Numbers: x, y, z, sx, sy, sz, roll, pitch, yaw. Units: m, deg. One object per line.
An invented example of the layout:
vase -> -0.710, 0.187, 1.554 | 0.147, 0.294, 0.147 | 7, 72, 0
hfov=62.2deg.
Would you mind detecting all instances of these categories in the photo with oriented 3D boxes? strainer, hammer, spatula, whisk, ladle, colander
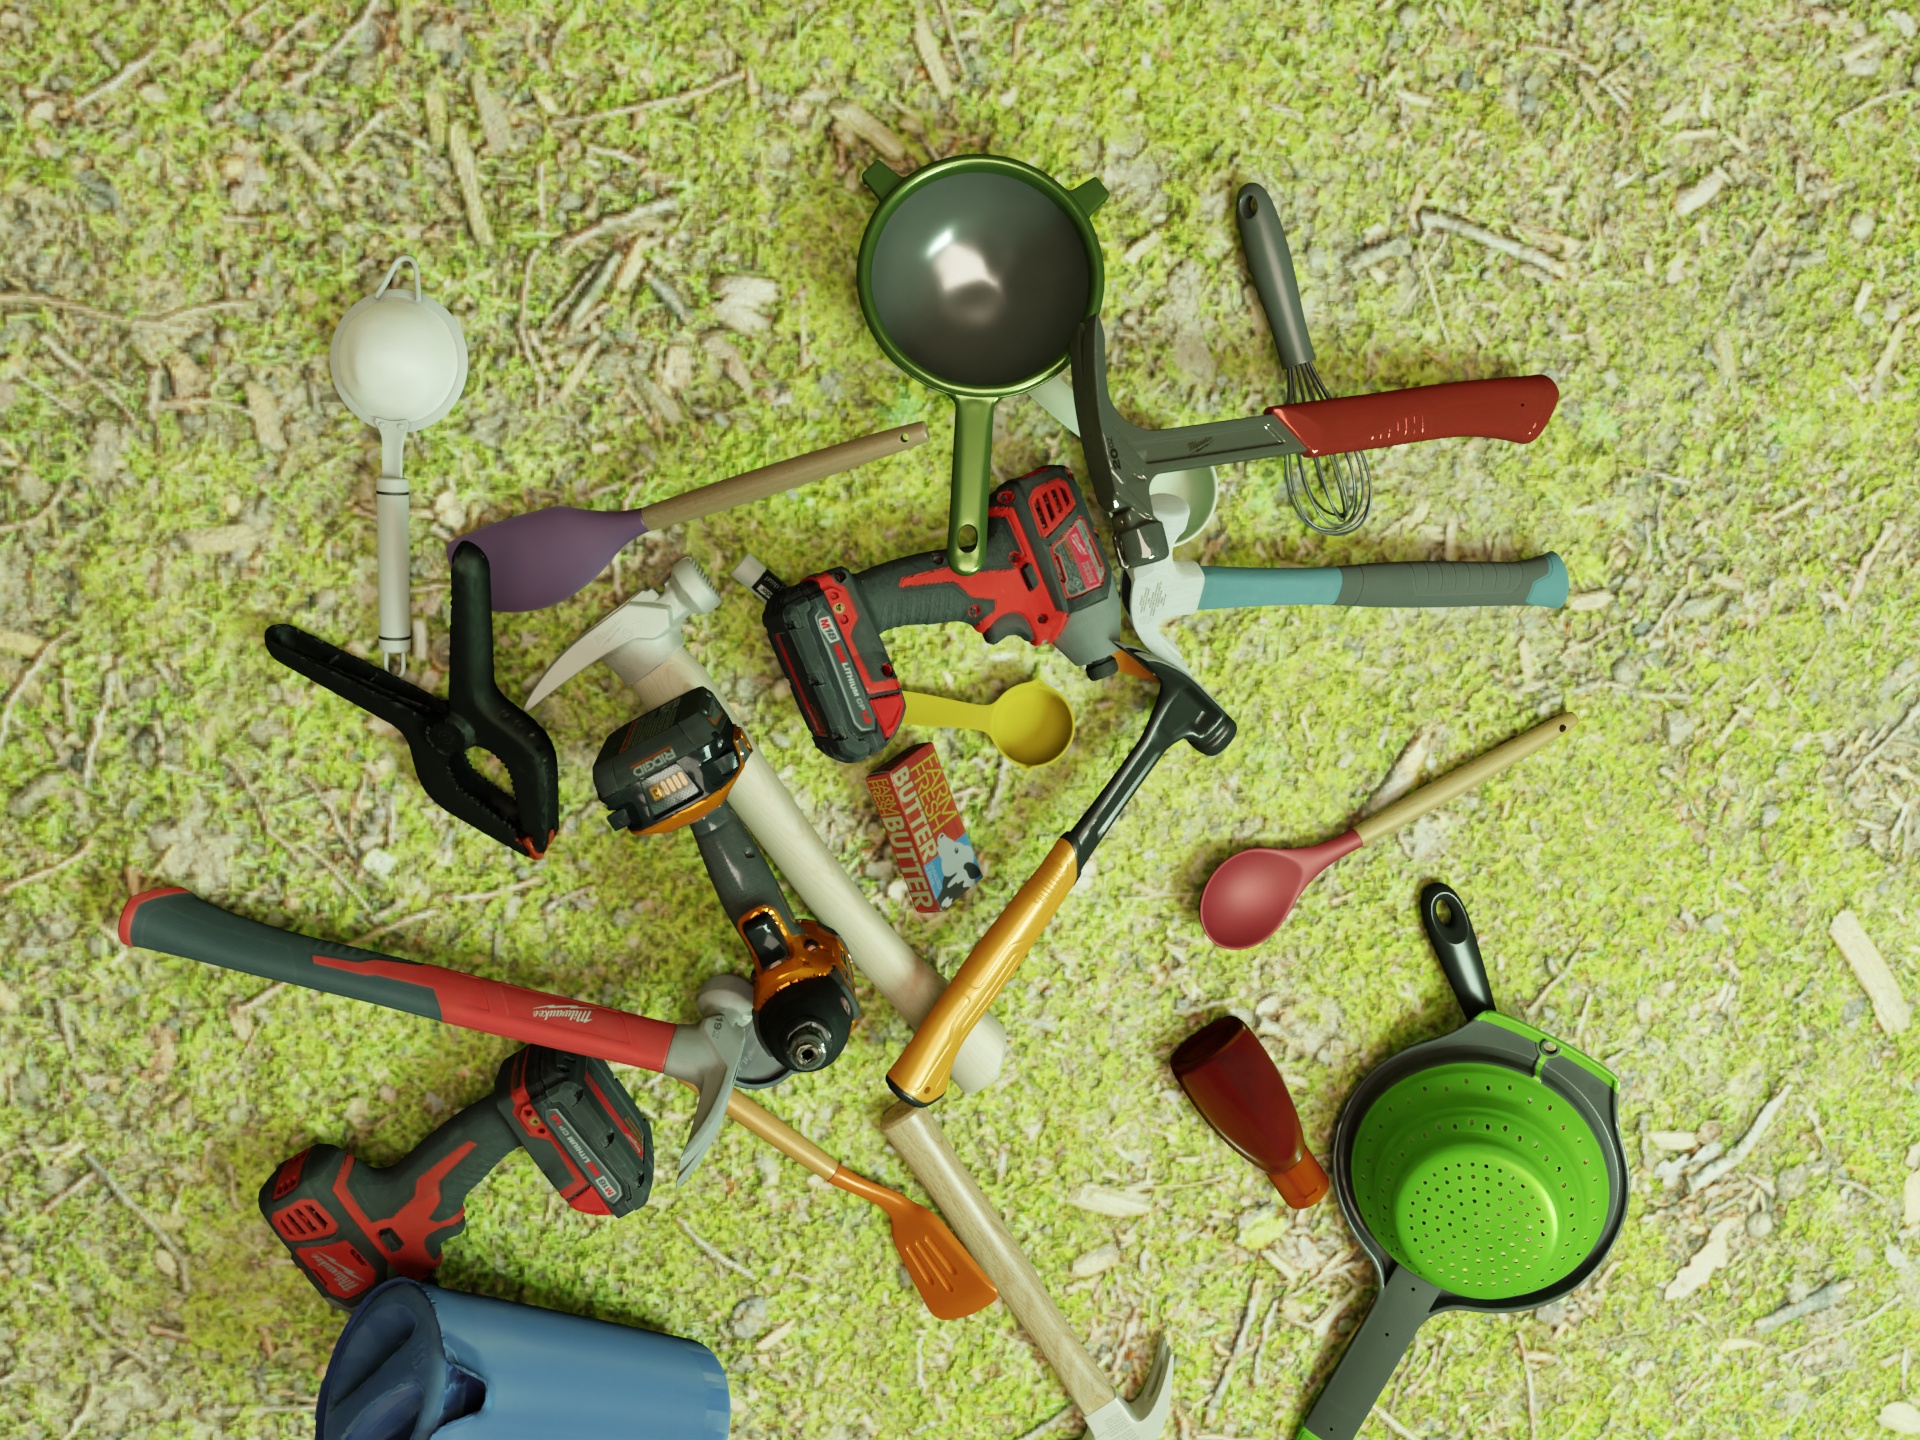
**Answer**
strainer -> -0.345, -0.151, 0.968 | 0.087, 0.050, 0.258 | 5, 103, 5
hammer -> 0.264, -0.092, 1.069 | 0.331, 0.033, 0.128 | -2, 131, -16
spatula -> -0.110, 0.303, 1.088 | 0.322, 0.041, 0.081 | 38, 135, -11
hammer -> 0.045, 0.405, 1.141 | 0.130, 0.031, 0.331 | -32, 104, -3
strainer -> 0.008, -0.215, 0.987 | 0.151, 0.069, 0.256 | 3, 88, -3
whisk -> 0.221, -0.236, 1.052 | 0.055, 0.055, 0.239 | -18, 98, -6
ladle -> 0.304, 0.070, 1.129 | 0.315, 0.031, 0.069 | -28, 106, -6
hammer -> 0.054, 0.108, 1.048 | 0.337, 0.034, 0.127 | -55, 135, -1
hammer -> 0.236, -0.196, 1.011 | 0.359, 0.037, 0.149 | -12, 91, -25
colander -> 0.329, 0.404, 1.131 | 0.204, 0.094, 0.397 | 27, 106, 13
spatula -> -0.168, -0.128, 0.972 | 0.316, 0.018, 0.059 | -16, 104, 11
whisk -> 0.395, 0.255, 1.166 | 0.073, 0.073, 0.296 | -22, 97, -5
hammer -> -0.111, 0.097, 1.055 | 0.146, 0.038, 0.410 | -37, 104, 0
hammer -> -0.328, 0.179, 0.976 | 0.386, 0.143, 0.038 | 14, 129, -2

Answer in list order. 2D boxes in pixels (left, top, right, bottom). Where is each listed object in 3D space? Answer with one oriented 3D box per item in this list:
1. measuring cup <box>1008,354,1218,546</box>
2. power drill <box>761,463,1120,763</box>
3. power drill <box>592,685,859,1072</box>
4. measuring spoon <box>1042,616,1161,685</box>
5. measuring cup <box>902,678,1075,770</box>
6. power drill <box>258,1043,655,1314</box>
measuring cup -> 0.094, -0.180, 1.043 | 0.167, 0.038, 0.083 | 40, 92, -9
power drill -> -0.002, -0.061, 1.014 | 0.219, 0.078, 0.143 | -25, 98, -15
power drill -> -0.131, 0.102, 0.953 | 0.084, 0.164, 0.226 | -28, 103, -1
measuring spoon -> 0.101, -0.046, 1.082 | 0.117, 0.011, 0.021 | 21, 97, -10
measuring cup -> -0.002, -0.003, 1.066 | 0.156, 0.029, 0.062 | 8, 88, 1
power drill -> -0.313, 0.323, 1.041 | 0.226, 0.080, 0.187 | -28, 111, 0
